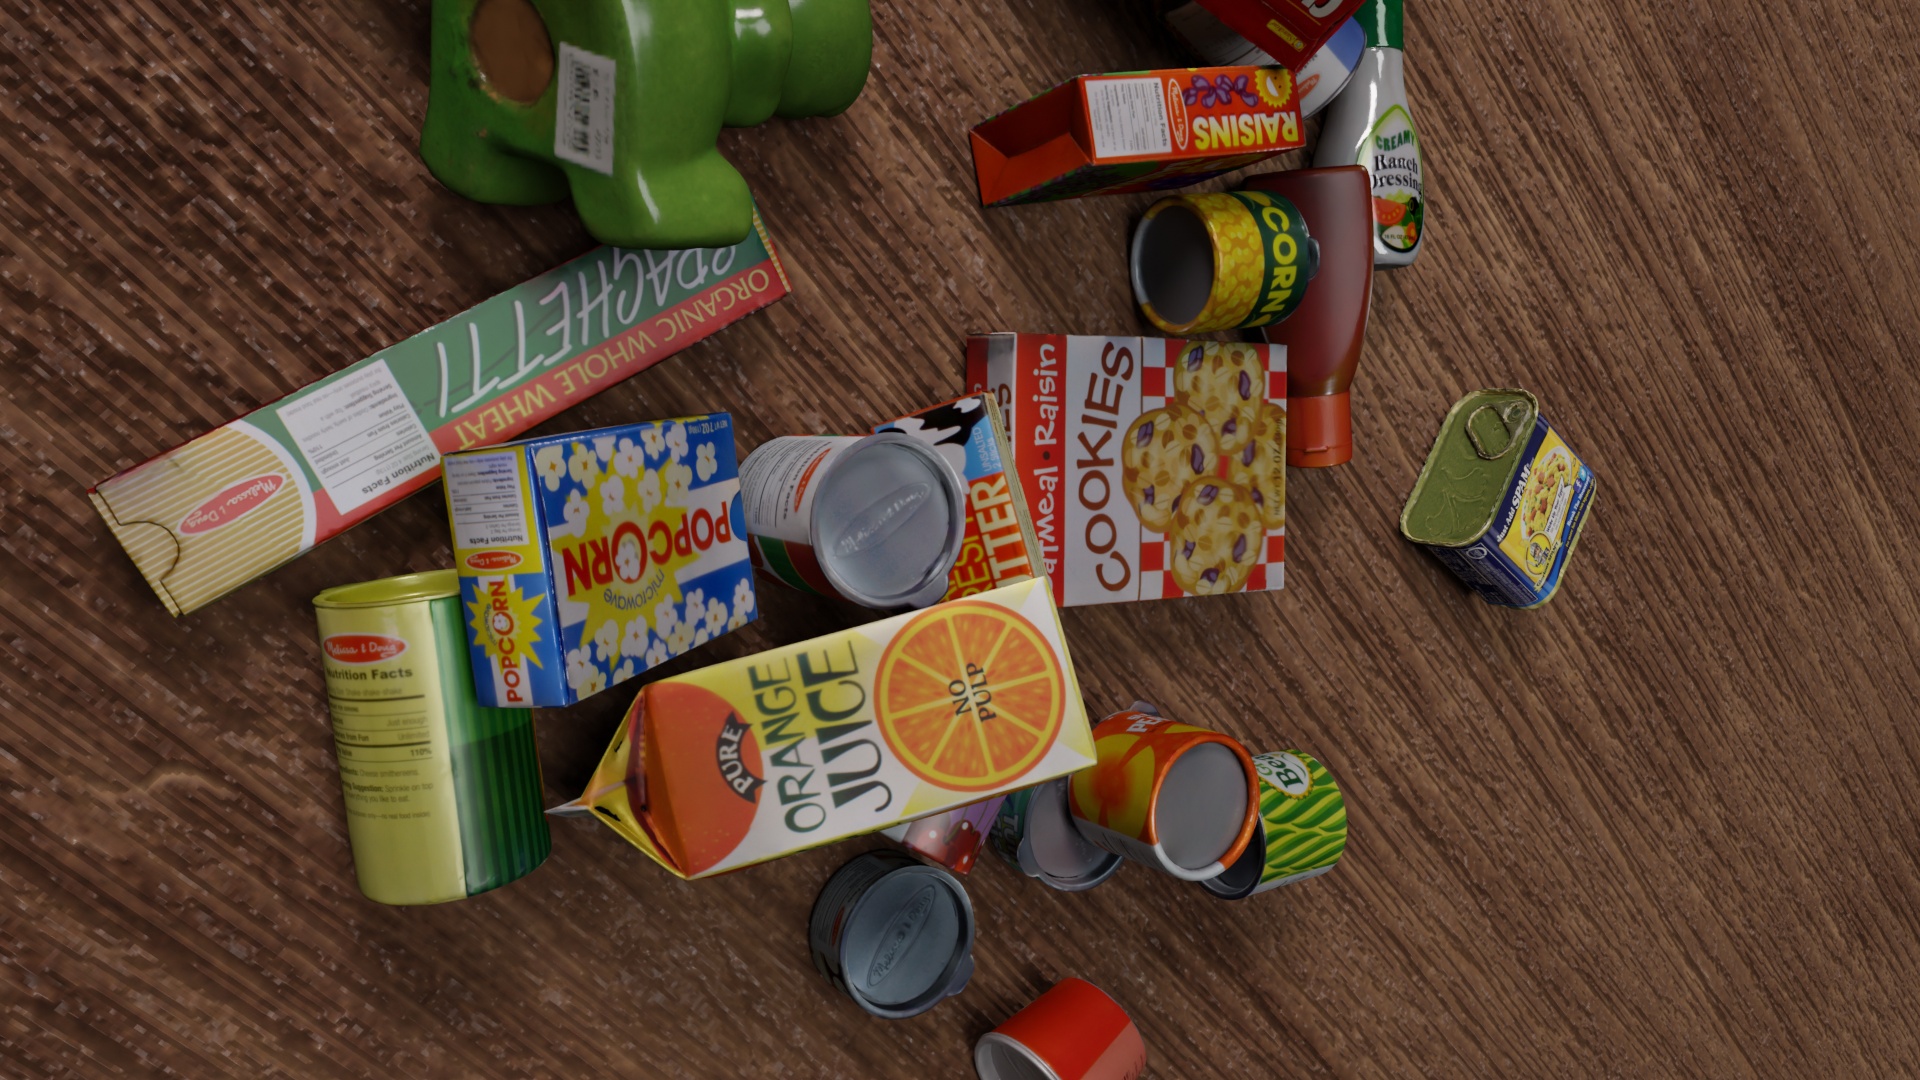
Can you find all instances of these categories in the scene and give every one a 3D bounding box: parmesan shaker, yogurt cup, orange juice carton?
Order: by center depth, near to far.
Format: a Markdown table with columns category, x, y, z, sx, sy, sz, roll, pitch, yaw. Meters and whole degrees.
| category | x | y | z | sx | sy | sz | roll | pitch | yaw |
| --- | --- | --- | --- | --- | --- | --- | --- | --- | --- |
| parmesan shaker | -0.184 | 0.065 | 0.484 | 0.071 | 0.071 | 0.103 | -10 | 99 | -31 |
| orange juice carton | -0.052 | 0.077 | 0.523 | 0.193 | 0.071 | 0.073 | -15 | 79 | -5 |
| yogurt cup | 0.048 | 0.240 | 0.640 | 0.054 | 0.072 | 0.072 | -33 | 110 | -34 |

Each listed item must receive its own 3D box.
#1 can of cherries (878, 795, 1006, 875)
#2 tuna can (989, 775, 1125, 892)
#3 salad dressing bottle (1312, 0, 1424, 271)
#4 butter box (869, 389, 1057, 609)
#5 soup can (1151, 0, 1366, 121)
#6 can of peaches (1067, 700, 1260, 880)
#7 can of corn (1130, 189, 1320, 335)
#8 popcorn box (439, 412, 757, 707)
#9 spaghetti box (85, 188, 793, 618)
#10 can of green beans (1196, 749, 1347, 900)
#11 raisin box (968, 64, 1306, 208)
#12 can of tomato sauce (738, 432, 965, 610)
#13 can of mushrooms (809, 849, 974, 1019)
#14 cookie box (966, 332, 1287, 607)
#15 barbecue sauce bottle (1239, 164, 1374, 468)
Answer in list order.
| category | x | y | z | sx | sy | sz | roll | pitch | yaw |
| --- | --- | --- | --- | --- | --- | --- | --- | --- | --- |
| can of cherries | -0.011 | 0.103 | 0.592 | 0.071 | 0.071 | 0.058 | 33 | 76 | -29 |
| tuna can | 0.046 | 0.129 | 0.649 | 0.071 | 0.033 | 0.071 | -2 | 94 | -32 |
| salad dressing bottle | 0.213 | -0.217 | 0.727 | 0.064 | 0.044 | 0.147 | -5 | 95 | -31 |
| butter box | 0.002 | -0.007 | 0.590 | 0.024 | 0.053 | 0.103 | -15 | 89 | -74 |
| soup can | 0.143 | -0.252 | 0.670 | 0.083 | 0.071 | 0.071 | 35 | 75 | -28 |
| can of peaches | 0.092 | 0.111 | 0.621 | 0.071 | 0.058 | 0.071 | -3 | 95 | -32 |
| can of corn | 0.124 | -0.132 | 0.660 | 0.058 | 0.071 | 0.071 | -11 | 99 | -30 |
| popcorn box | -0.123 | 0.002 | 0.494 | 0.127 | 0.038 | 0.085 | -26 | 110 | -67 |
| spaghetti box | -0.174 | -0.058 | 0.502 | 0.251 | 0.028 | 0.050 | -34 | 110 | -26 |
| can of green beans | 0.150 | 0.141 | 0.695 | 0.058 | 0.071 | 0.071 | -5 | 96 | -32 |
| raisin box | 0.079 | -0.180 | 0.620 | 0.124 | 0.086 | 0.040 | -14 | 96 | -31 |
| can of tomato sauce | -0.046 | -0.008 | 0.553 | 0.071 | 0.083 | 0.071 | -2 | 95 | -32 |
| can of mushrooms | -0.028 | 0.172 | 0.604 | 0.071 | 0.033 | 0.071 | -2 | 93 | -32 |
| cookie box | 0.081 | -0.034 | 0.657 | 0.168 | 0.040 | 0.122 | -3 | 95 | -33 |
| barbecue sauce bottle | 0.177 | -0.112 | 0.704 | 0.044 | 0.065 | 0.148 | -50 | 135 | -70 |
